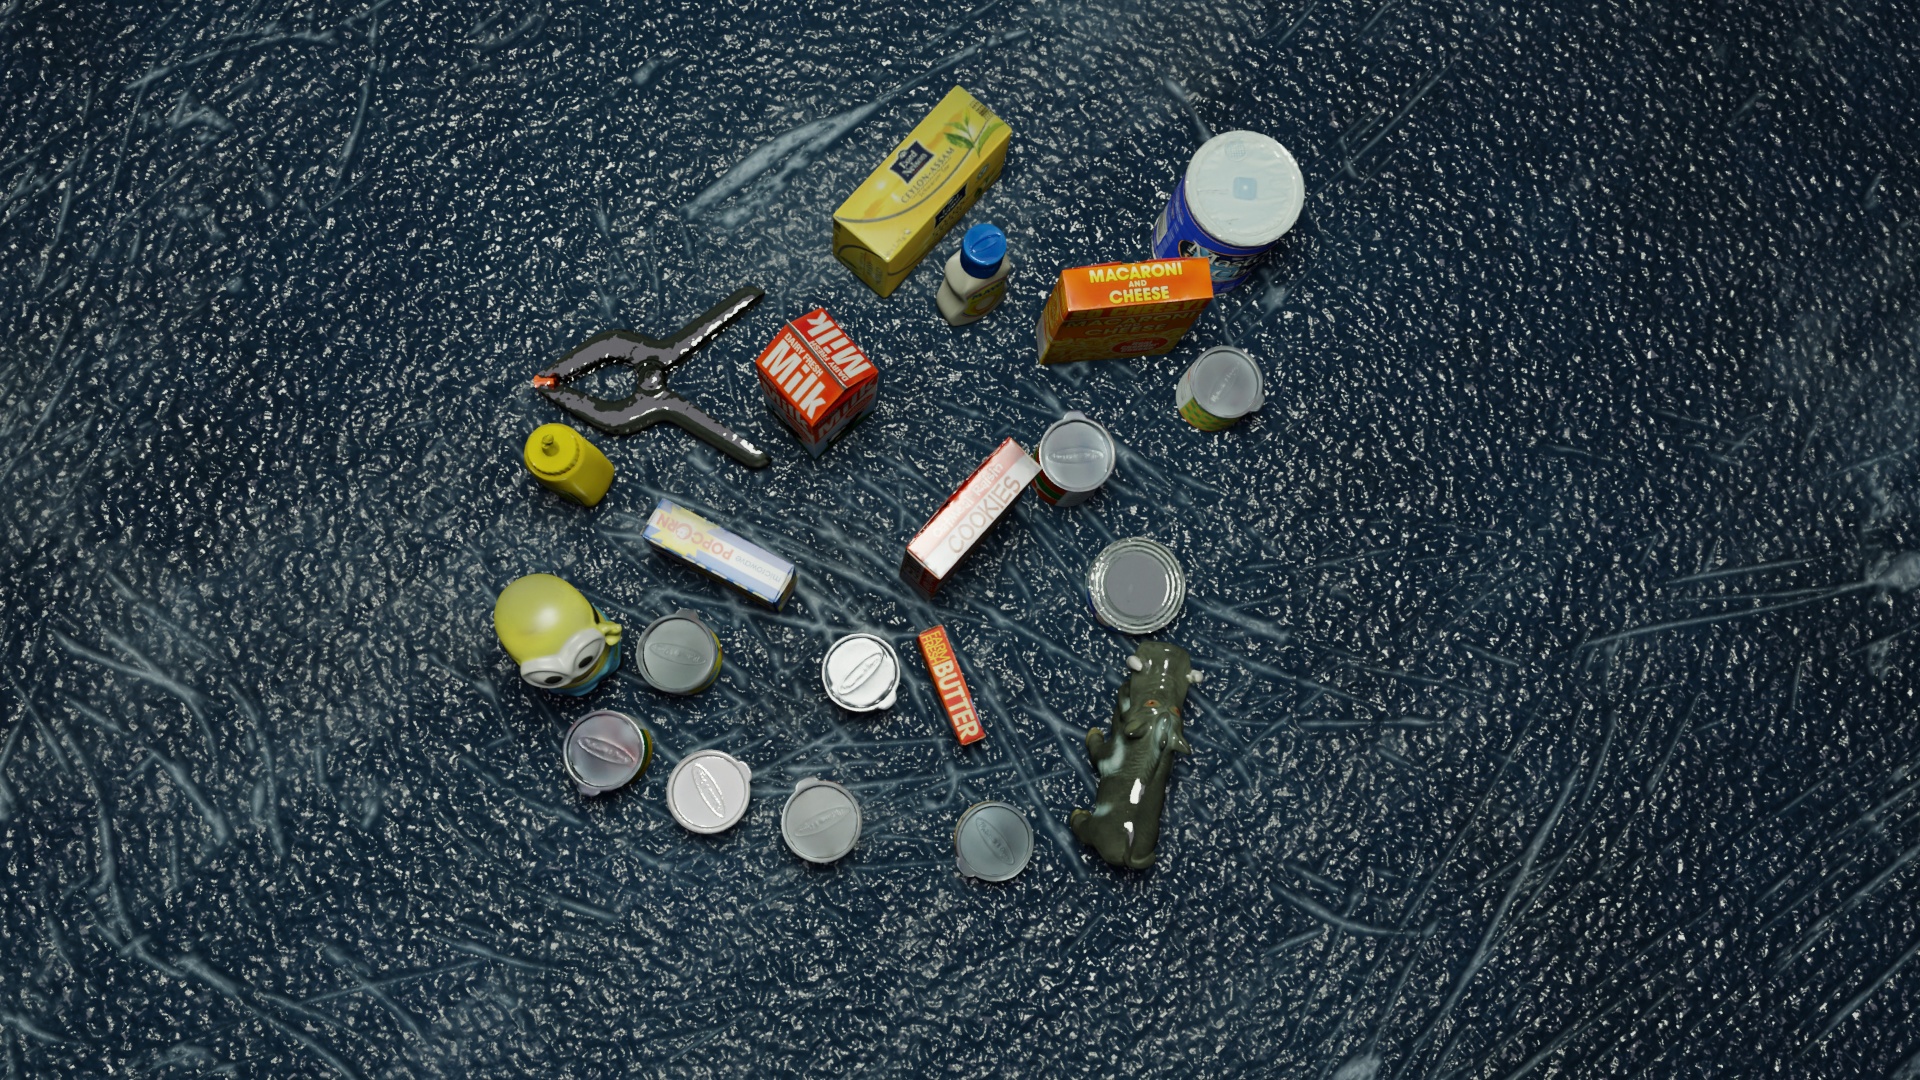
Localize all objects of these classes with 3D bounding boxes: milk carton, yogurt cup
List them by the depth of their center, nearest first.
[{"bbox_3d":[-0.119,-0.132,1.158,0.073,0.190,0.072,-41,87,-9],"label":"milk carton"},{"bbox_3d":[-0.209,0.210,1.166,0.072,0.054,0.072,1,81,-4],"label":"yogurt cup"}]

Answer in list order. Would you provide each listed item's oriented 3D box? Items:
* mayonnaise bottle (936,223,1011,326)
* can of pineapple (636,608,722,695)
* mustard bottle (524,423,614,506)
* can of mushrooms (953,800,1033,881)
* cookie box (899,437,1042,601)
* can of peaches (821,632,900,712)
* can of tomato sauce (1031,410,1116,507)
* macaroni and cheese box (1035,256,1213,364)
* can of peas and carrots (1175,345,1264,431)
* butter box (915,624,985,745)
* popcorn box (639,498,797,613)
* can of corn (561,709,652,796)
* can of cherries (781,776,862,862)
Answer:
[{"bbox_3d":[0.014,-0.231,1.207,0.065,0.148,0.041,-29,85,-8],"label":"mayonnaise bottle"},{"bbox_3d":[-0.236,0.096,1.180,0.071,0.057,0.071,1,81,-4],"label":"can of pineapple"},{"bbox_3d":[-0.329,-0.066,1.146,0.065,0.160,0.049,26,80,0],"label":"mustard bottle"},{"bbox_3d":[0.026,0.258,1.188,0.071,0.033,0.071,1,81,-5],"label":"can of mushrooms"},{"bbox_3d":[0.004,-0.015,1.161,0.040,0.167,0.123,42,81,2],"label":"cookie box"},{"bbox_3d":[-0.084,0.116,1.189,0.071,0.058,0.071,1,81,-4],"label":"can of peaches"},{"bbox_3d":[0.096,-0.070,1.220,0.071,0.083,0.071,1,81,-4],"label":"can of tomato sauce"},{"bbox_3d":[0.137,-0.197,1.202,0.124,0.166,0.040,-6,82,-5],"label":"macaroni and cheese box"},{"bbox_3d":[0.235,-0.135,1.255,0.071,0.058,0.071,1,81,-4],"label":"can of peas and carrots"},{"bbox_3d":[-0.009,0.126,1.196,0.024,0.053,0.103,-21,83,-7],"label":"butter box"},{"bbox_3d":[-0.202,0.015,1.182,0.127,0.085,0.038,27,80,0],"label":"popcorn box"},{"bbox_3d":[-0.295,0.178,1.162,0.071,0.058,0.071,1,81,-4],"label":"can of corn"},{"bbox_3d":[-0.117,0.232,1.167,0.071,0.058,0.071,1,81,-4],"label":"can of cherries"}]
